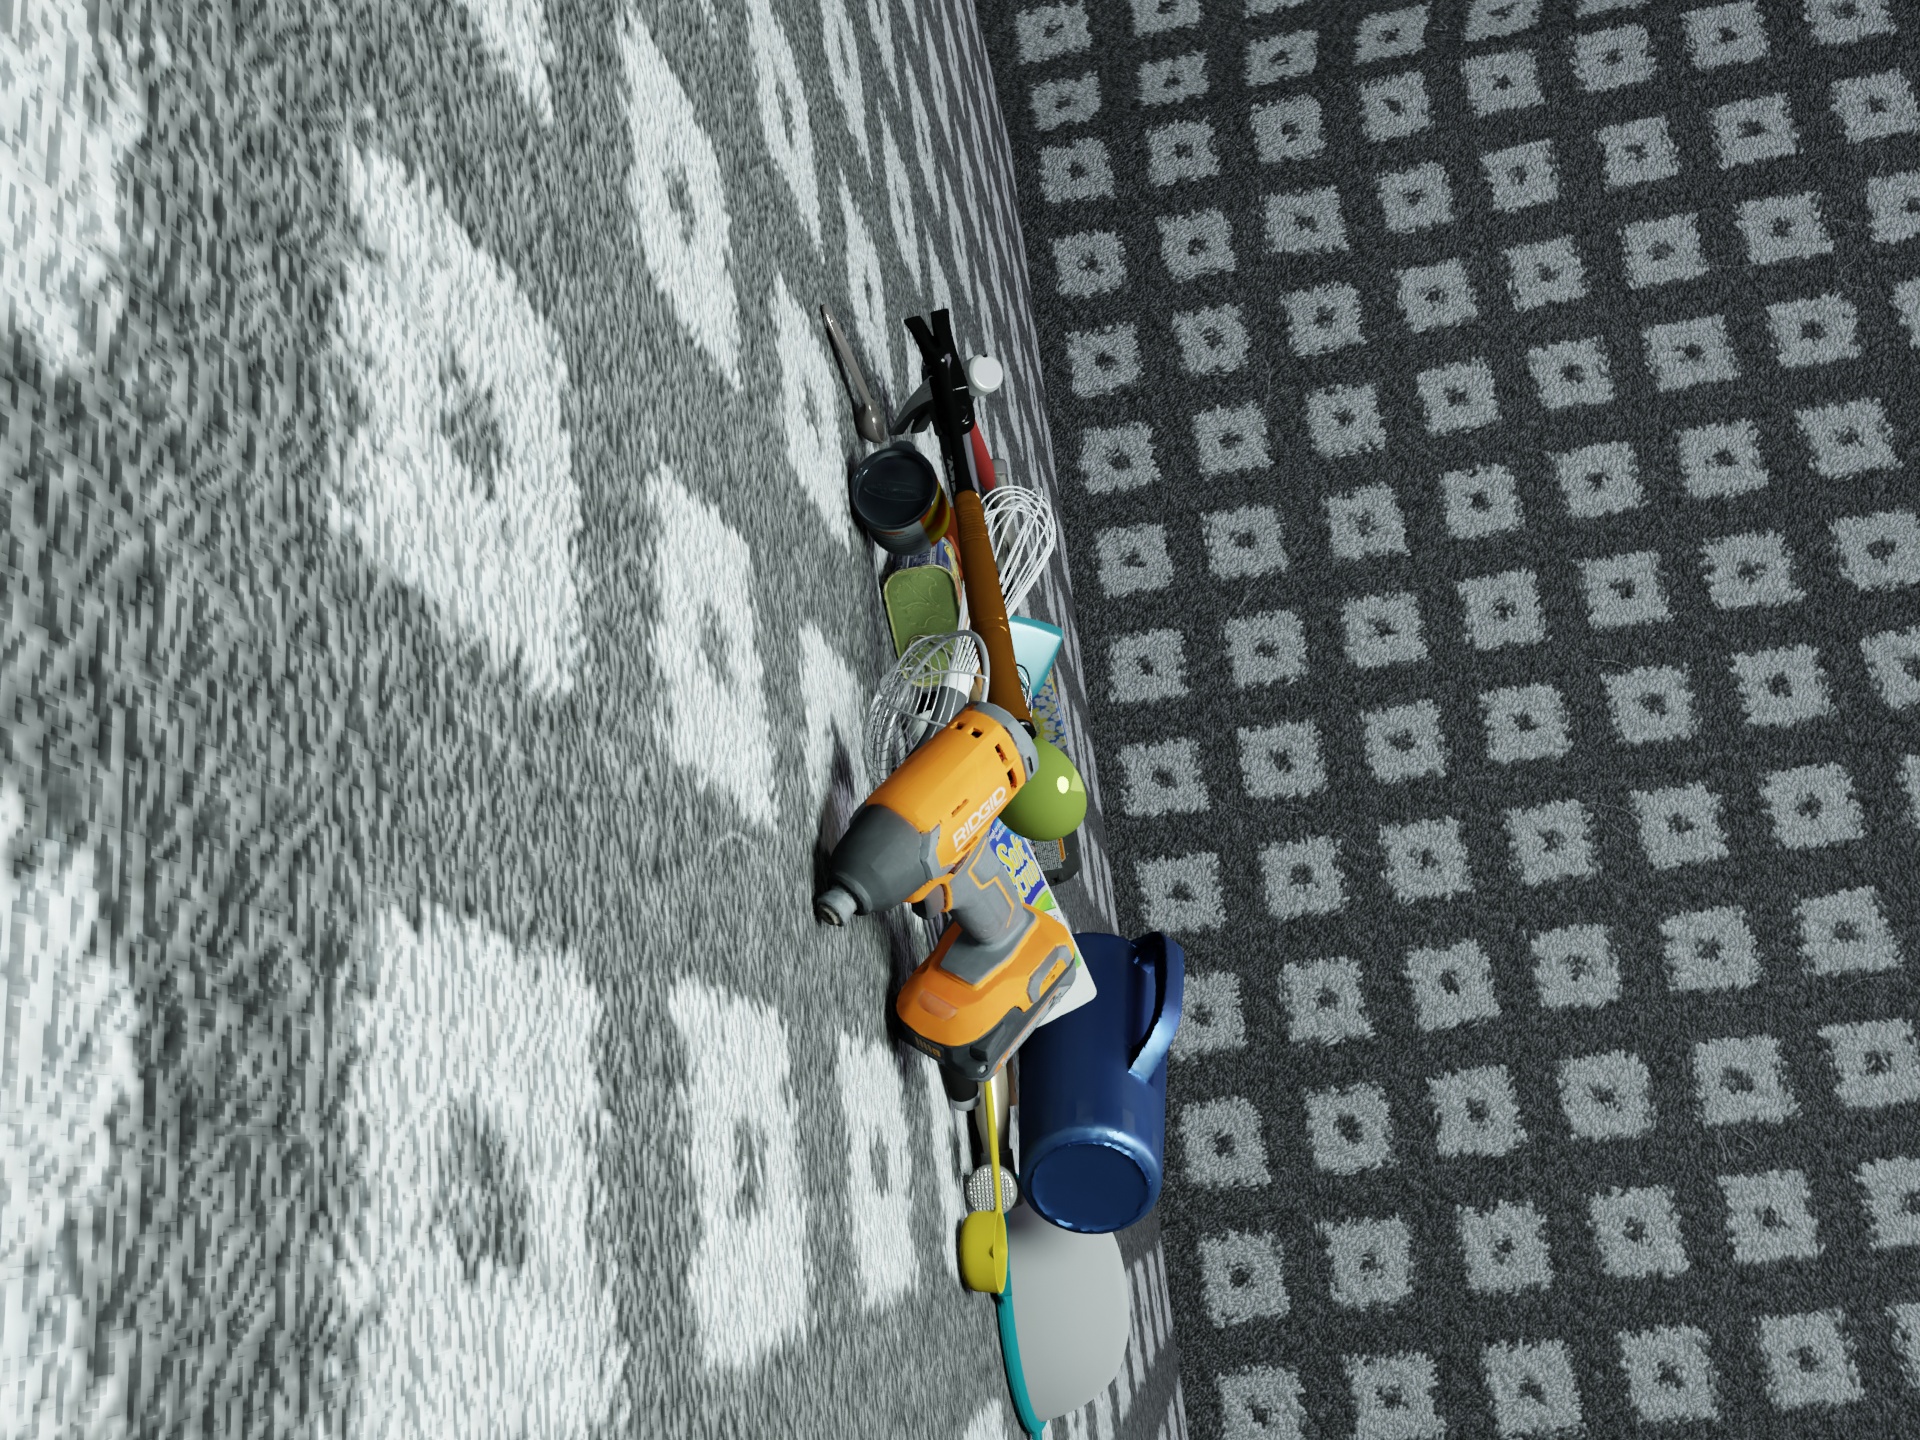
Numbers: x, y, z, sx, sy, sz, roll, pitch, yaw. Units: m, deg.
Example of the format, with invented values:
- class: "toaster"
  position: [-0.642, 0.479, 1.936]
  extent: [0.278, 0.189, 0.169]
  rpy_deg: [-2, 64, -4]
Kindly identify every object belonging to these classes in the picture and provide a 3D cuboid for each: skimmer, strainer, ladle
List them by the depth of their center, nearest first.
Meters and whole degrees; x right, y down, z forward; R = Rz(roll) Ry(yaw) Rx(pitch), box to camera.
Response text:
- class: "skimmer"
  position: [0.001, 0.116, 1.119]
  extent: [0.127, 0.090, 0.363]
  rpy_deg: [-135, -149, -61]
- class: "ladle"
  position: [0.030, 0.001, 1.219]
  extent: [0.320, 0.062, 0.078]
  rpy_deg: [-114, -168, -65]
- class: "strainer"
  position: [0.098, 0.458, 1.394]
  extent: [0.340, 0.095, 0.211]
  rpy_deg: [-74, 153, -68]

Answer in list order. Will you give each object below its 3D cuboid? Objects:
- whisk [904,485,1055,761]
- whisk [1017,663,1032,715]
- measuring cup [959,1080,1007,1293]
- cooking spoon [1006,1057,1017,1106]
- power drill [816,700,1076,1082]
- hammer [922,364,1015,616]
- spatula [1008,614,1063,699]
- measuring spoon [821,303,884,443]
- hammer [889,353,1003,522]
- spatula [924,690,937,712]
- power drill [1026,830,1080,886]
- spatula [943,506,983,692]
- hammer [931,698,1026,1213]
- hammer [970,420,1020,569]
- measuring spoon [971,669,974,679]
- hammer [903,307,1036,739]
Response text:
- class: "whisk"
  position: [0.008, -0.055, 1.202]
  extent: [0.070, 0.070, 0.285]
  rpy_deg: [64, 44, -64]
- class: "whisk"
  position: [0.038, 0.061, 1.510]
  extent: [0.057, 0.059, 0.246]
  rpy_deg: [21, 65, -38]
- class: "measuring cup"
  position: [0.013, 0.335, 1.158]
  extent: [0.062, 0.029, 0.157]
  rpy_deg: [59, 27, -69]
- class: "cooking spoon"
  position: [0.019, 0.185, 1.414]
  extent: [0.069, 0.017, 0.319]
  rpy_deg: [-6, 87, -82]
- class: "power drill"
  position: [-0.009, 0.119, 0.976]
  extent: [0.164, 0.084, 0.226]
  rpy_deg: [-44, 139, -30]
- class: "hammer"
  position: [0.017, -0.238, 1.800]
  extent: [0.408, 0.036, 0.149]
  rpy_deg: [71, 12, -48]
- class: "spatula"
  position: [0.048, 0.051, 1.561]
  extent: [0.044, 0.082, 0.318]
  rpy_deg: [138, -39, -62]
- class: "measuring spoon"
  position: [-0.086, -0.263, 1.213]
  extent: [0.034, 0.018, 0.124]
  rpy_deg: [-90, 161, -47]
- class: "hammer"
  position: [0.014, -0.126, 1.339]
  extent: [0.146, 0.035, 0.335]
  rpy_deg: [-9, -87, 60]
- class: "spatula"
  position: [-0.002, -0.005, 1.473]
  extent: [0.316, 0.018, 0.060]
  rpy_deg: [-28, 108, -80]
- class: "power drill"
  position: [0.085, 0.082, 1.792]
  extent: [0.223, 0.080, 0.171]
  rpy_deg: [-82, 163, -75]
- class: "spatula"
  position: [0.012, -0.027, 1.419]
  extent: [0.081, 0.041, 0.322]
  rpy_deg: [171, -85, -66]
- class: "hammer"
  position: [0.014, 0.183, 1.294]
  extent: [0.146, 0.038, 0.411]
  rpy_deg: [53, 31, -76]
- class: "hammer"
  position: [0.027, -0.304, 1.928]
  extent: [0.359, 0.036, 0.149]
  rpy_deg: [52, 31, -74]
- class: "measuring spoon"
  position: [-0.013, -0.048, 1.470]
  extent: [0.042, 0.021, 0.128]
  rpy_deg: [64, 13, 16]
- class: "hammer"
  position: [0.009, -0.135, 1.140]
  extent: [0.127, 0.034, 0.337]
  rpy_deg: [68, 11, -61]
